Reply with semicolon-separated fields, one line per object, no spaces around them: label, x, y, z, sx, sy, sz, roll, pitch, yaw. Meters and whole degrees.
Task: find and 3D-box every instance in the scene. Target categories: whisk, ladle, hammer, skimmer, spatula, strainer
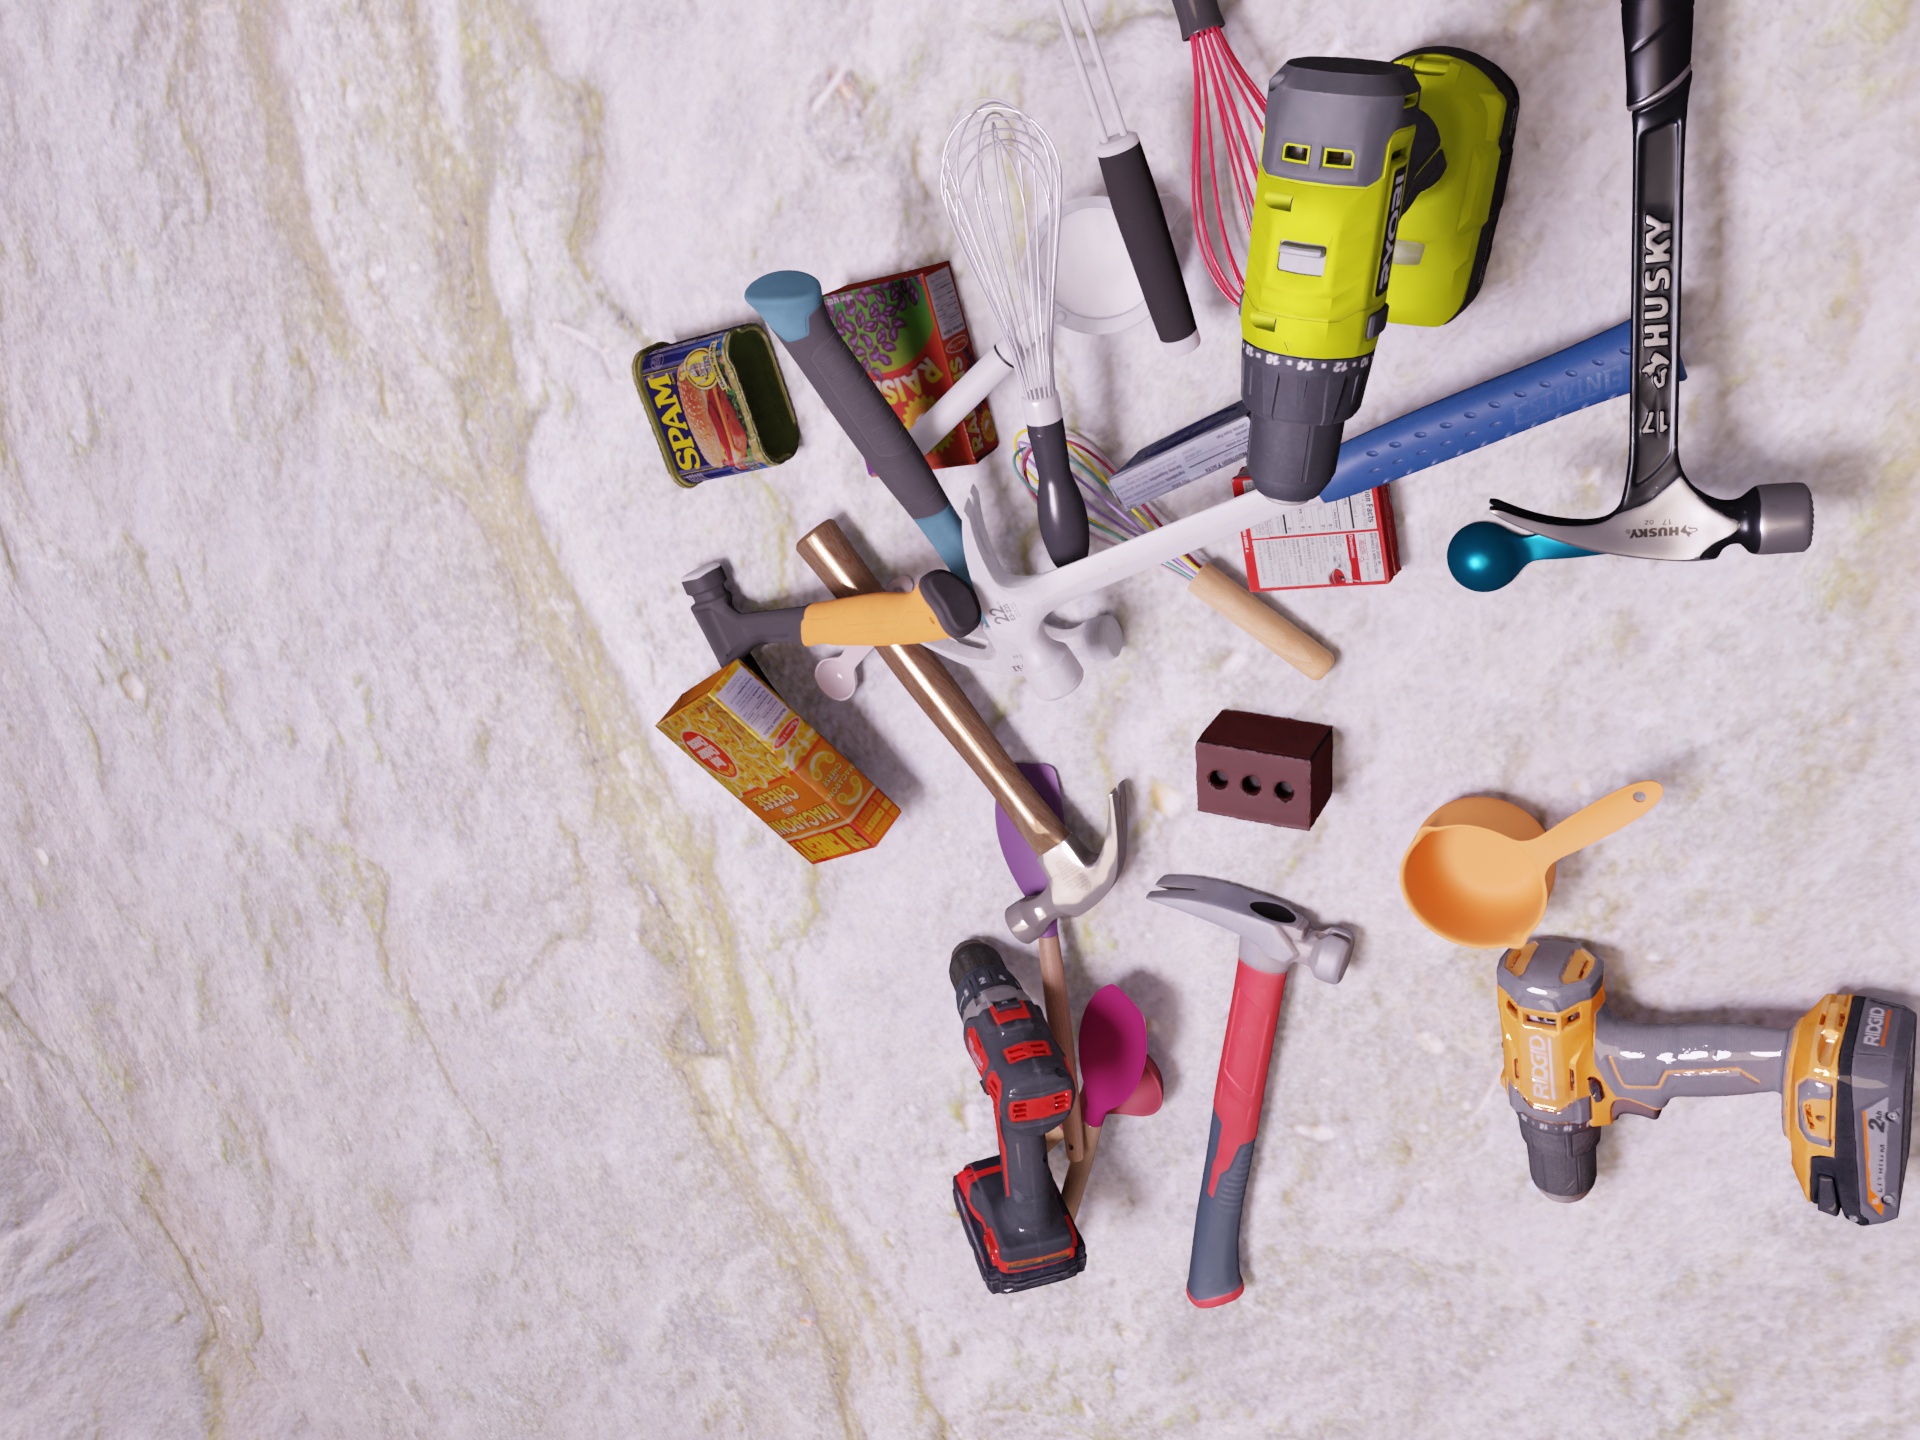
whisk;0.131;-0.105;0.992;0.245;0.051;0.047;37;124;5
ladle;0.072;0.341;1.292;0.069;0.031;0.315;47;132;10
hammer;0.190;0.289;1.182;0.143;0.038;0.386;18;124;24
hammer;-0.025;-0.142;0.988;0.128;0.033;0.330;-9;136;32
hammer;-0.002;-0.004;1.122;0.130;0.031;0.331;-36;92;26
hammer;-0.088;-0.059;1.083;0.337;0.034;0.127;0;118;57
skimmer;0.066;-0.368;0.827;0.127;0.090;0.363;-12;125;21
hammer;0.322;-0.274;0.746;0.149;0.036;0.408;-2;108;18
whisk;0.135;-0.345;0.844;0.073;0.073;0.295;-11;105;36
spatula;0.066;0.183;1.183;0.060;0.018;0.316;0;105;34
hammer;0.185;-0.132;0.886;0.405;0.035;0.144;-20;120;25
whisk;0.040;-0.210;0.913;0.070;0.070;0.284;7;126;29
strainer;0.035;-0.229;0.956;0.086;0.050;0.258;37;121;-22

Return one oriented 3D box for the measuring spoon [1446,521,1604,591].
measuring spoon;0.332;-0.095;0.883;0.128;0.021;0.042;-8;112;36

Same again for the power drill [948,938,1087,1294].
power drill;0.034;0.294;1.206;0.080;0.188;0.226;-10;119;-12

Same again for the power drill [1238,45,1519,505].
power drill;0.194;-0.222;0.761;0.080;0.228;0.190;17;124;24

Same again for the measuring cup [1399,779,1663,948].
measuring cup;0.345;0.069;0.951;0.095;0.052;0.173;50;128;-2

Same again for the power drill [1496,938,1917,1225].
power drill;0.445;0.235;0.967;0.226;0.084;0.185;5;119;35

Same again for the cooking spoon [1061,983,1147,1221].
cooking spoon;0.098;0.326;1.231;0.069;0.017;0.318;44;137;38

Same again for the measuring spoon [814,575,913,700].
measuring spoon;-0.066;-0.062;1.160;0.034;0.018;0.124;41;123;3
